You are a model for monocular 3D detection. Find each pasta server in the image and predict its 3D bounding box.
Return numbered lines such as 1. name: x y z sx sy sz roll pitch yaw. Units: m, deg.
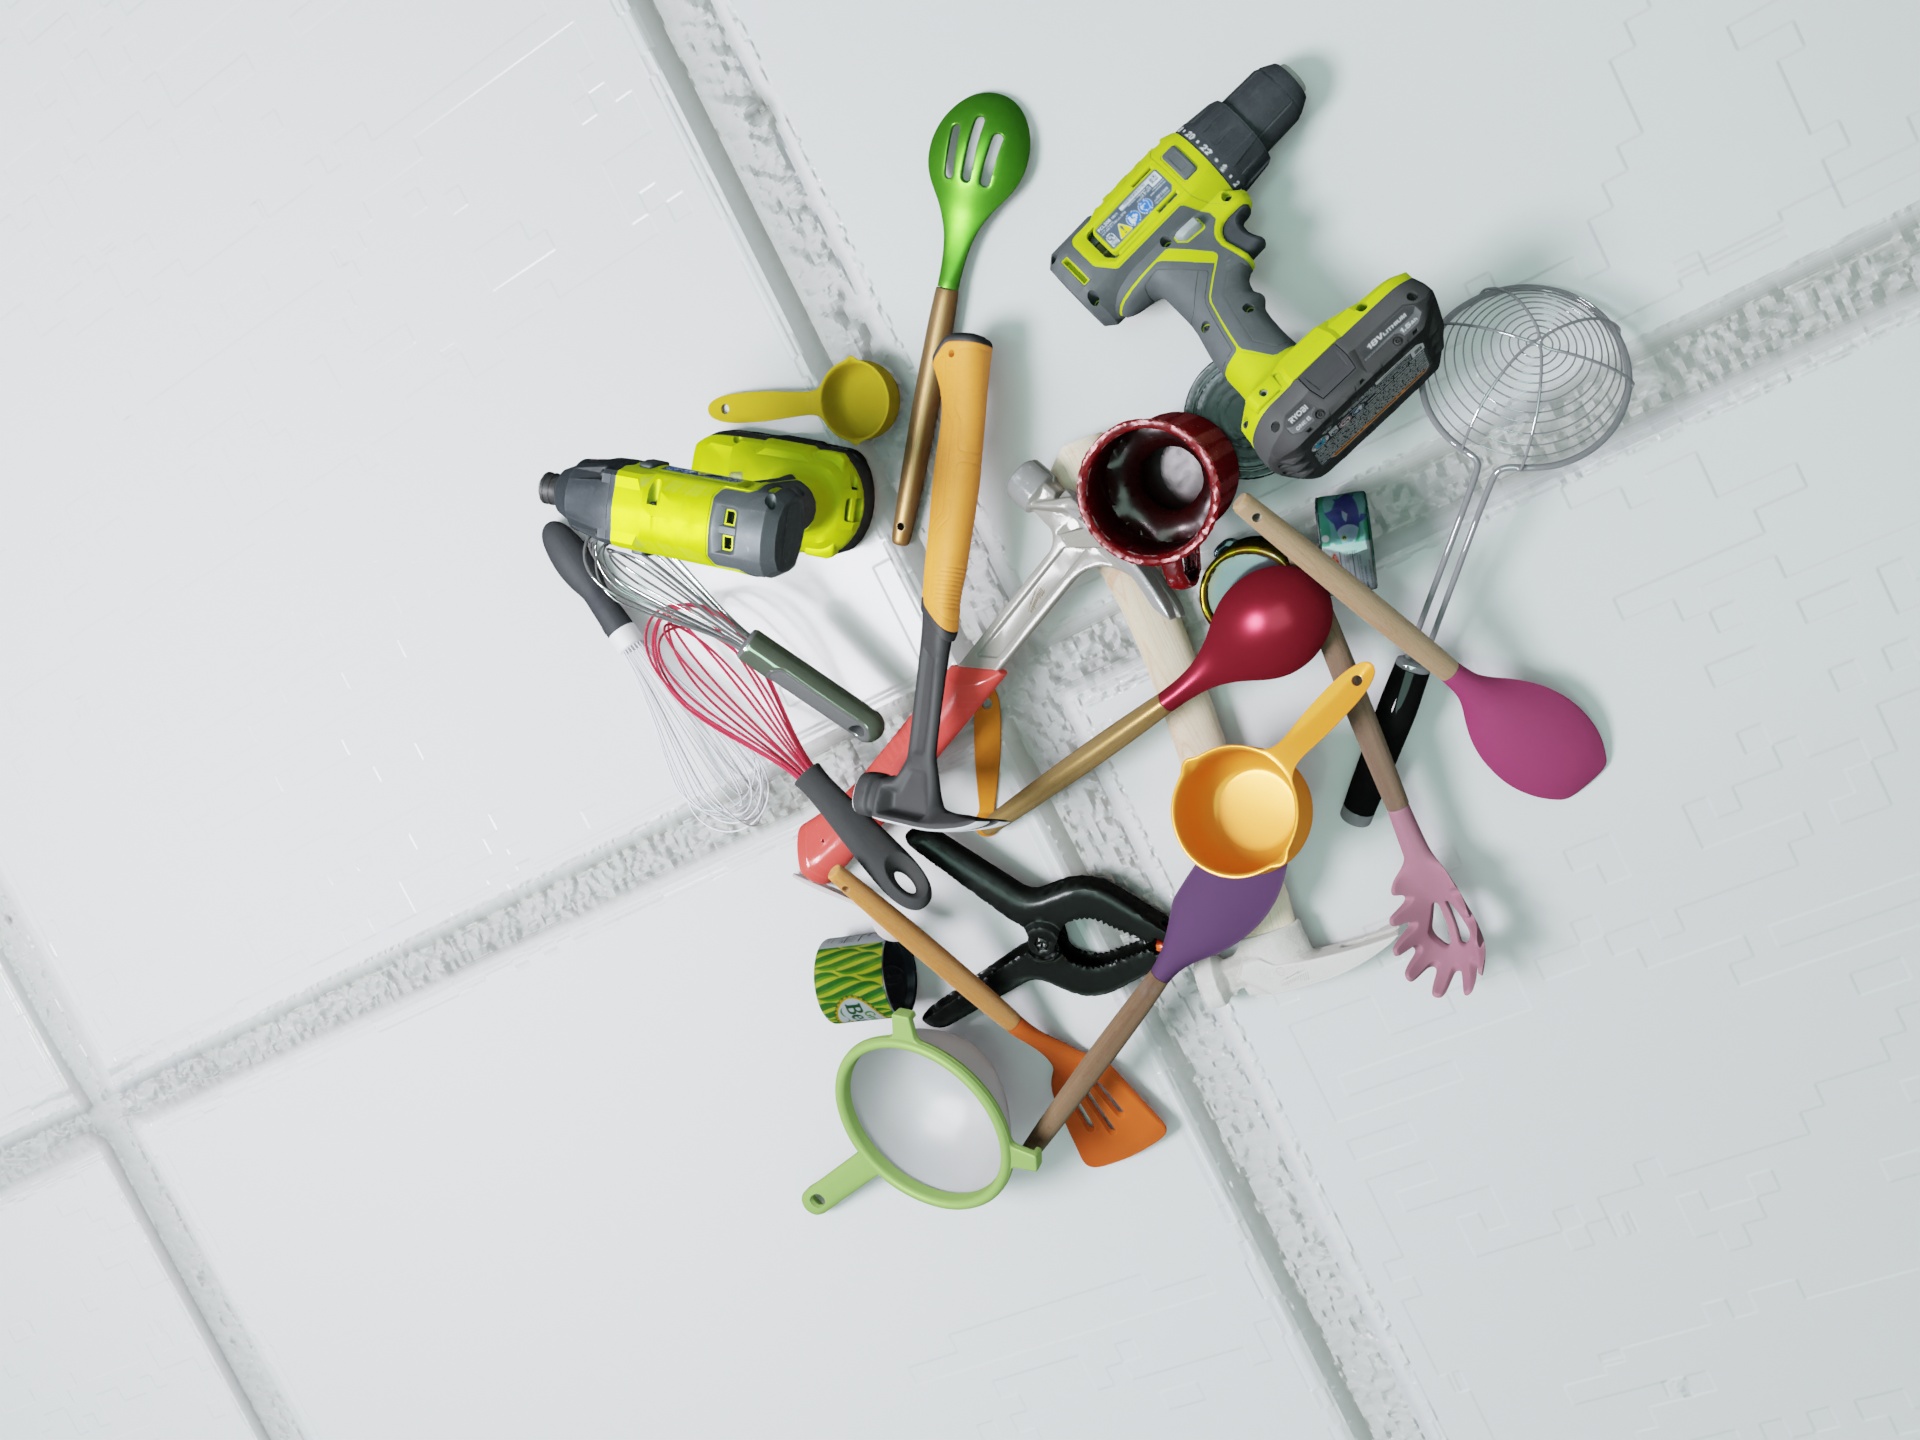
1. pasta server: 0.275 0.036 1.043 0.060 0.040 0.316 -14 106 40

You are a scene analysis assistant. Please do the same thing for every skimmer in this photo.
1. skimmer: 0.322 -0.099 1.041 0.127 0.090 0.363 21 117 14

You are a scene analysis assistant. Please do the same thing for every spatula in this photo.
1. spatula: 0.021 0.213 1.159 0.081 0.041 0.322 -35 113 31
2. spatula: 0.129 0.202 1.126 0.060 0.018 0.316 39 108 15

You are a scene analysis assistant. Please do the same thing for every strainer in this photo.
1. strainer: -0.043 0.314 1.226 0.151 0.069 0.256 47 131 3

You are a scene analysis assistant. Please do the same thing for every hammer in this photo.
1. hammer: -0.002 -0.004 1.132 0.149 0.036 0.359 47 117 15
2. hammer: 0.168 -0.006 1.104 0.146 0.038 0.410 -20 95 18
3. hammer: -0.007 -0.093 1.077 0.127 0.034 0.337 7 92 45

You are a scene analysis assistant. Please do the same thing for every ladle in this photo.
1. ladle: 0.120 -0.001 1.081 0.315 0.031 0.069 -38 88 34

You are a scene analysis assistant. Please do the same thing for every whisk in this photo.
1. whisk: -0.123 0.024 1.151 0.296 0.073 0.073 47 111 9
2. whisk: -0.156 -0.058 1.115 0.246 0.059 0.057 34 143 -9
3. whisk: -0.236 -0.036 1.210 0.070 0.070 0.284 -37 85 21

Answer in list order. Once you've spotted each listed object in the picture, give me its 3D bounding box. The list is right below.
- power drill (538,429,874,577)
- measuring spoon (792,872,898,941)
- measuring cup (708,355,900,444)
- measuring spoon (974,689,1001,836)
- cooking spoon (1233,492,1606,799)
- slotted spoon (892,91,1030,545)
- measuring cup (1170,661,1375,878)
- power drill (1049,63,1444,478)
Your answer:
1. power drill: -0.162 -0.149 1.072 0.171 0.223 0.080 12 105 14
2. measuring spoon: -0.084 0.141 1.199 0.124 0.034 0.018 20 91 38
3. measuring cup: -0.113 -0.229 1.152 0.156 0.029 0.062 3 103 28
4. measuring spoon: 0.019 0.030 1.170 0.021 0.011 0.117 4 103 16
5. cooking spoon: 0.292 -0.045 1.008 0.318 0.017 0.068 35 114 -17
6. slotted spoon: -0.012 -0.274 1.106 0.070 0.031 0.313 16 107 14
7. measuring cup: 0.216 0.029 1.045 0.095 0.052 0.173 47 107 23
8. power drill: 0.190 -0.282 0.992 0.190 0.080 0.229 -44 69 12
